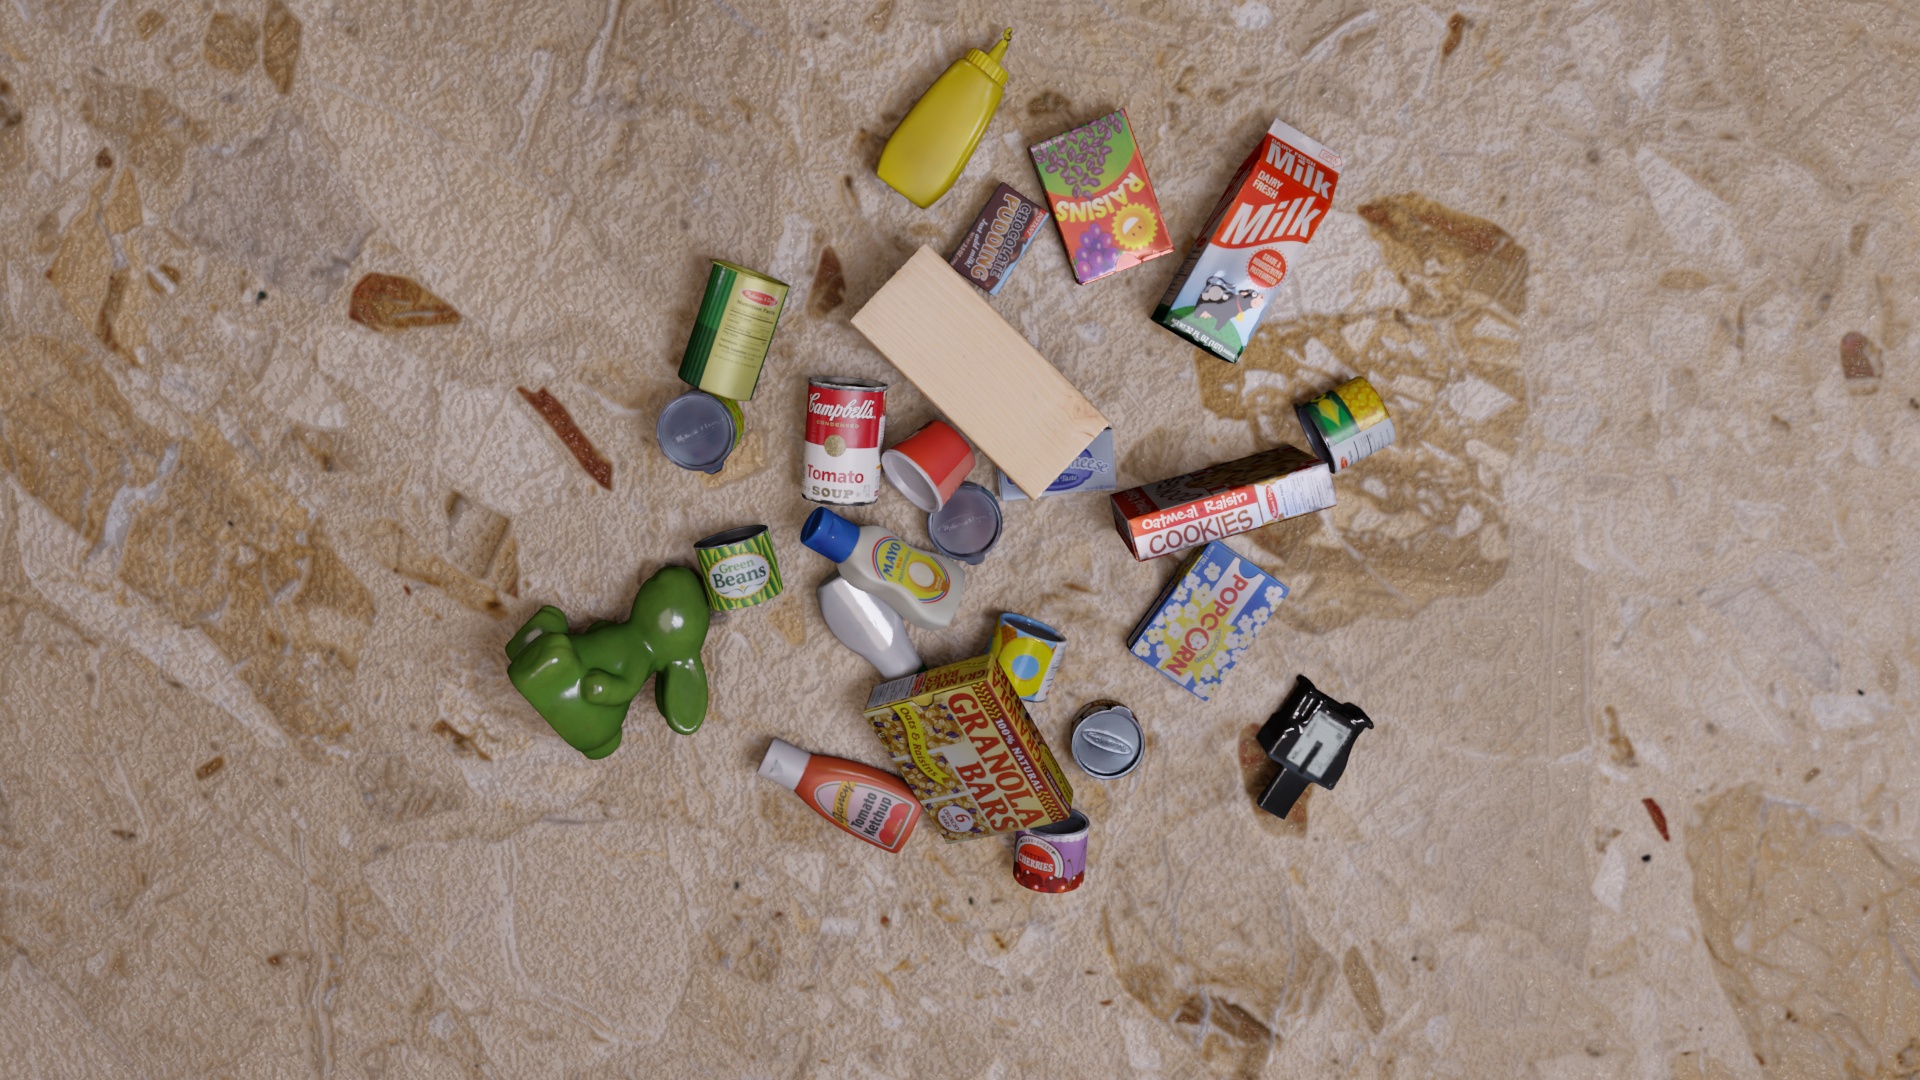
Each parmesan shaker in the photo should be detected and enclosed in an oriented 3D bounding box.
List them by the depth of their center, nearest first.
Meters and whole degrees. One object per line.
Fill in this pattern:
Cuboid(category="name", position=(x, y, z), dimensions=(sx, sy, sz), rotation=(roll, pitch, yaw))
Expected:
Cuboid(category="parmesan shaker", position=(-0.193, -0.176, 1.161), dimensions=(0.071, 0.071, 0.103), rotation=(20, 101, -5))

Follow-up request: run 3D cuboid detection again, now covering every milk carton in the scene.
Cuboid(category="milk carton", position=(0.241, -0.247, 1.150), dimensions=(0.072, 0.073, 0.190), rotation=(29, 99, -6))

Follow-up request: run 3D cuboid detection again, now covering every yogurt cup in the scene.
Cuboid(category="yogurt cup", position=(-0.025, -0.065, 1.172), dimensions=(0.054, 0.072, 0.072), rotation=(-44, 100, -21))

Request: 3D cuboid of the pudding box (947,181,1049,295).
Cuboid(category="pudding box", position=(0.032, -0.253, 1.168), dimensions=(0.049, 0.030, 0.083), rotation=(34, 99, -8))

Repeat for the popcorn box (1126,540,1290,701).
Cuboid(category="popcorn box", position=(0.218, 0.068, 1.231), dimensions=(0.085, 0.038, 0.126), rotation=(34, 99, -6))

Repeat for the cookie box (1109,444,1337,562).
Cuboid(category="cookie box", position=(0.216, -0.032, 1.168), dimensions=(0.167, 0.123, 0.040), rotation=(-16, 101, 2))

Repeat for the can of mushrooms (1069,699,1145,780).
Cuboid(category="can of mushrooms", position=(0.133, 0.177, 1.254), dimensions=(0.071, 0.033, 0.071), rotation=(0, 101, 0))

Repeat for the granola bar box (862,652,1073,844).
Cuboid(category="granola bar box", position=(0.008, 0.186, 1.211), dimensions=(0.124, 0.039, 0.165), rotation=(-18, 117, 24))

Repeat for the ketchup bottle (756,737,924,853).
Cuboid(category="ketchup bottle", position=(-0.110, 0.225, 1.255), dimensions=(0.149, 0.043, 0.064), rotation=(26, 103, -5))

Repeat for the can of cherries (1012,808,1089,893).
Cuboid(category="can of cherries", position=(0.080, 0.279, 1.255), dimensions=(0.071, 0.071, 0.058), rotation=(4, 103, -2))

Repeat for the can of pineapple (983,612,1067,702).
Cuboid(category="can of pineapple", position=(0.053, 0.102, 1.221), dimensions=(0.071, 0.071, 0.057), rotation=(20, 100, -5))

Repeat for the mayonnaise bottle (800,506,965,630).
Cuboid(category="mayonnaise bottle", position=(-0.067, 0.021, 1.187), dimensions=(0.148, 0.041, 0.065), rotation=(30, 61, -26))

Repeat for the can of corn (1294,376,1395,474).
Cuboid(category="can of corn", position=(0.328, -0.101, 1.186), dimensions=(0.058, 0.071, 0.071), rotation=(-27, 101, 4))

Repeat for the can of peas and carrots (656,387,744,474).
Cuboid(category="can of peas and carrots", position=(-0.219, -0.094, 1.182), dimensions=(0.071, 0.059, 0.070), rotation=(0, 102, -1))

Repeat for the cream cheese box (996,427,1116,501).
Cuboid(category="cream cheese box", position=(0.083, -0.066, 1.209), dimensions=(0.104, 0.024, 0.053), rotation=(-6, 100, 0))

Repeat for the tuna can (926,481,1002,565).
Cuboid(category="tuna can", position=(0.004, -0.015, 1.214), dimensions=(0.071, 0.033, 0.071), rotation=(0, 101, -1))

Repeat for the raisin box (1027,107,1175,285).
Cuboid(category="raisin box", position=(0.117, -0.285, 1.159), dimensions=(0.086, 0.040, 0.123), rotation=(-21, 102, 3))

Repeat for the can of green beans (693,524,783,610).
Cuboid(category="can of green beans", position=(-0.191, 0.023, 1.202), dimensions=(0.071, 0.071, 0.057), rotation=(-13, 102, 2))

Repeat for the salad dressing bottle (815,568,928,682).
Cuboid(category="salad dressing bottle", position=(-0.069, 0.089, 1.229), dimensions=(0.064, 0.044, 0.147), rotation=(-34, 101, 3))

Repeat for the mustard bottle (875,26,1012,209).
Cuboid(category="mustard bottle", position=(-0.004, -0.350, 1.139), dimensions=(0.065, 0.049, 0.160), rotation=(36, 98, -8))
